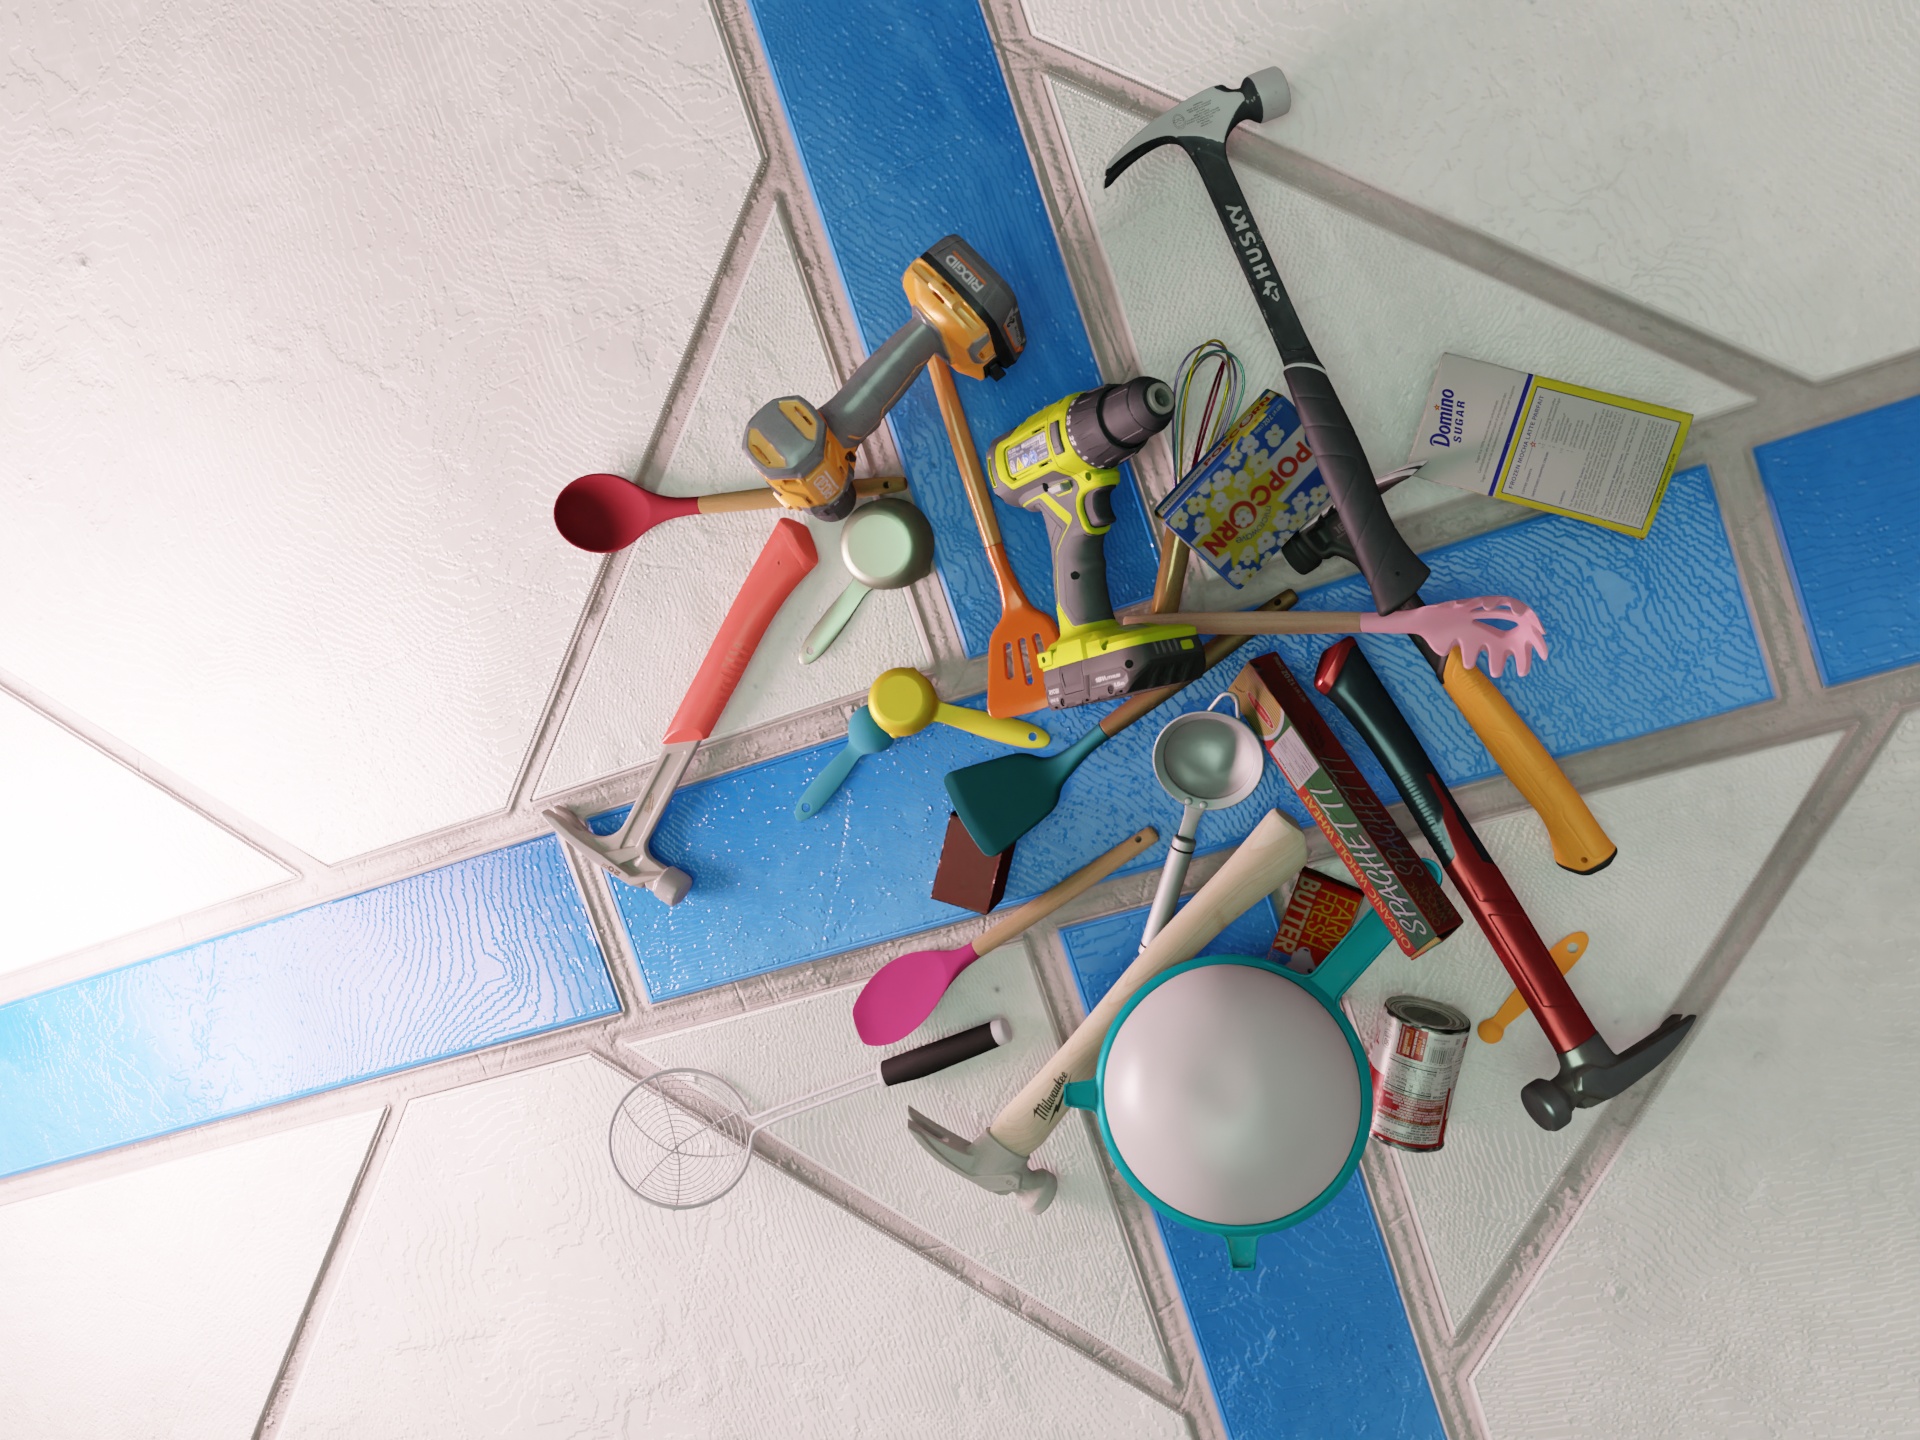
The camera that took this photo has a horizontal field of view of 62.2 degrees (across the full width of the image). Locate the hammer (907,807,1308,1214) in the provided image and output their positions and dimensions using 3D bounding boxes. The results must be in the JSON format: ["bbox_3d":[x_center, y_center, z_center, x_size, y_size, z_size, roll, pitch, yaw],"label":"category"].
[{"bbox_3d":[0.126,0.226,1.288,0.146,0.038,0.410,34,107,-15],"label":"hammer"}]

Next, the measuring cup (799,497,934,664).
[{"bbox_3d":[-0.089,-0.110,1.320,0.083,0.038,0.167,40,105,7],"label":"measuring cup"}]

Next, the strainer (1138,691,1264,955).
[{"bbox_3d":[0.180,0.090,1.272,0.087,0.050,0.258,16,109,6],"label":"strainer"}]

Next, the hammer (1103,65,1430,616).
[{"bbox_3d":[0.234,-0.266,1.138,0.149,0.036,0.409,-21,81,0],"label":"hammer"}]

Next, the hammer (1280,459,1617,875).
[{"bbox_3d":[0.382,-0.030,1.179,0.337,0.034,0.127,54,133,0],"label":"hammer"}]

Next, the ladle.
[{"bbox_3d":[-0.196,-0.186,1.347,0.315,0.031,0.069,-3,100,15],"label":"ladle"}]

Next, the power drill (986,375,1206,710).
[{"bbox_3d":[0.108,-0.132,1.183,0.190,0.080,0.228,-15,86,58],"label":"power drill"}]

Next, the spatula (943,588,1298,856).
[{"bbox_3d":[0.132,-0.008,1.262,0.317,0.044,0.082,-37,64,15],"label":"spatula"}]

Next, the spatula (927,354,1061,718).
[{"bbox_3d":[0.018,-0.164,1.279,0.081,0.041,0.322,-17,93,19],"label":"spatula"}]

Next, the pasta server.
[{"bbox_3d":[0.267,-0.068,1.171,0.316,0.040,0.060,2,130,27],"label":"pasta server"}]

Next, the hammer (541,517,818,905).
[{"bbox_3d":[-0.231,-0.019,1.380,0.149,0.037,0.359,33,107,9],"label":"hammer"}]

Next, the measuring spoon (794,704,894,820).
[{"bbox_3d":[-0.104,0.040,1.357,0.042,0.021,0.128,42,106,7],"label":"measuring spoon"}]

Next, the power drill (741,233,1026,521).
[{"bbox_3d":[-0.056,-0.245,1.219,0.226,0.185,0.084,-43,79,0],"label":"power drill"}]

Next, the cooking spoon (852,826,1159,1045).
[{"bbox_3d":[0.034,0.179,1.336,0.319,0.017,0.069,-36,54,17],"label":"cooking spoon"}]

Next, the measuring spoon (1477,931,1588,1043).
[{"bbox_3d":[0.442,0.207,1.225,0.021,0.011,0.117,40,107,7],"label":"measuring spoon"}]

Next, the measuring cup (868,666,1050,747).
[{"bbox_3d":[-0.002,-0.004,1.311,0.156,0.029,0.062,15,85,10],"label":"measuring cup"}]

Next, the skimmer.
[{"bbox_3d":[-0.132,0.322,1.376,0.363,0.090,0.127,-23,60,17],"label":"skimmer"}]

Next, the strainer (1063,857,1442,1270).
[{"bbox_3d":[0.240,0.228,1.182,0.211,0.095,0.340,42,90,21],"label":"strainer"}]

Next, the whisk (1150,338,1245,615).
[{"bbox_3d":[0.178,-0.171,1.232,0.051,0.047,0.245,13,107,13],"label":"whisk"}]

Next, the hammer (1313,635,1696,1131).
[{"bbox_3d":[0.393,0.101,1.189,0.143,0.038,0.386,-29,85,-12],"label":"hammer"}]
